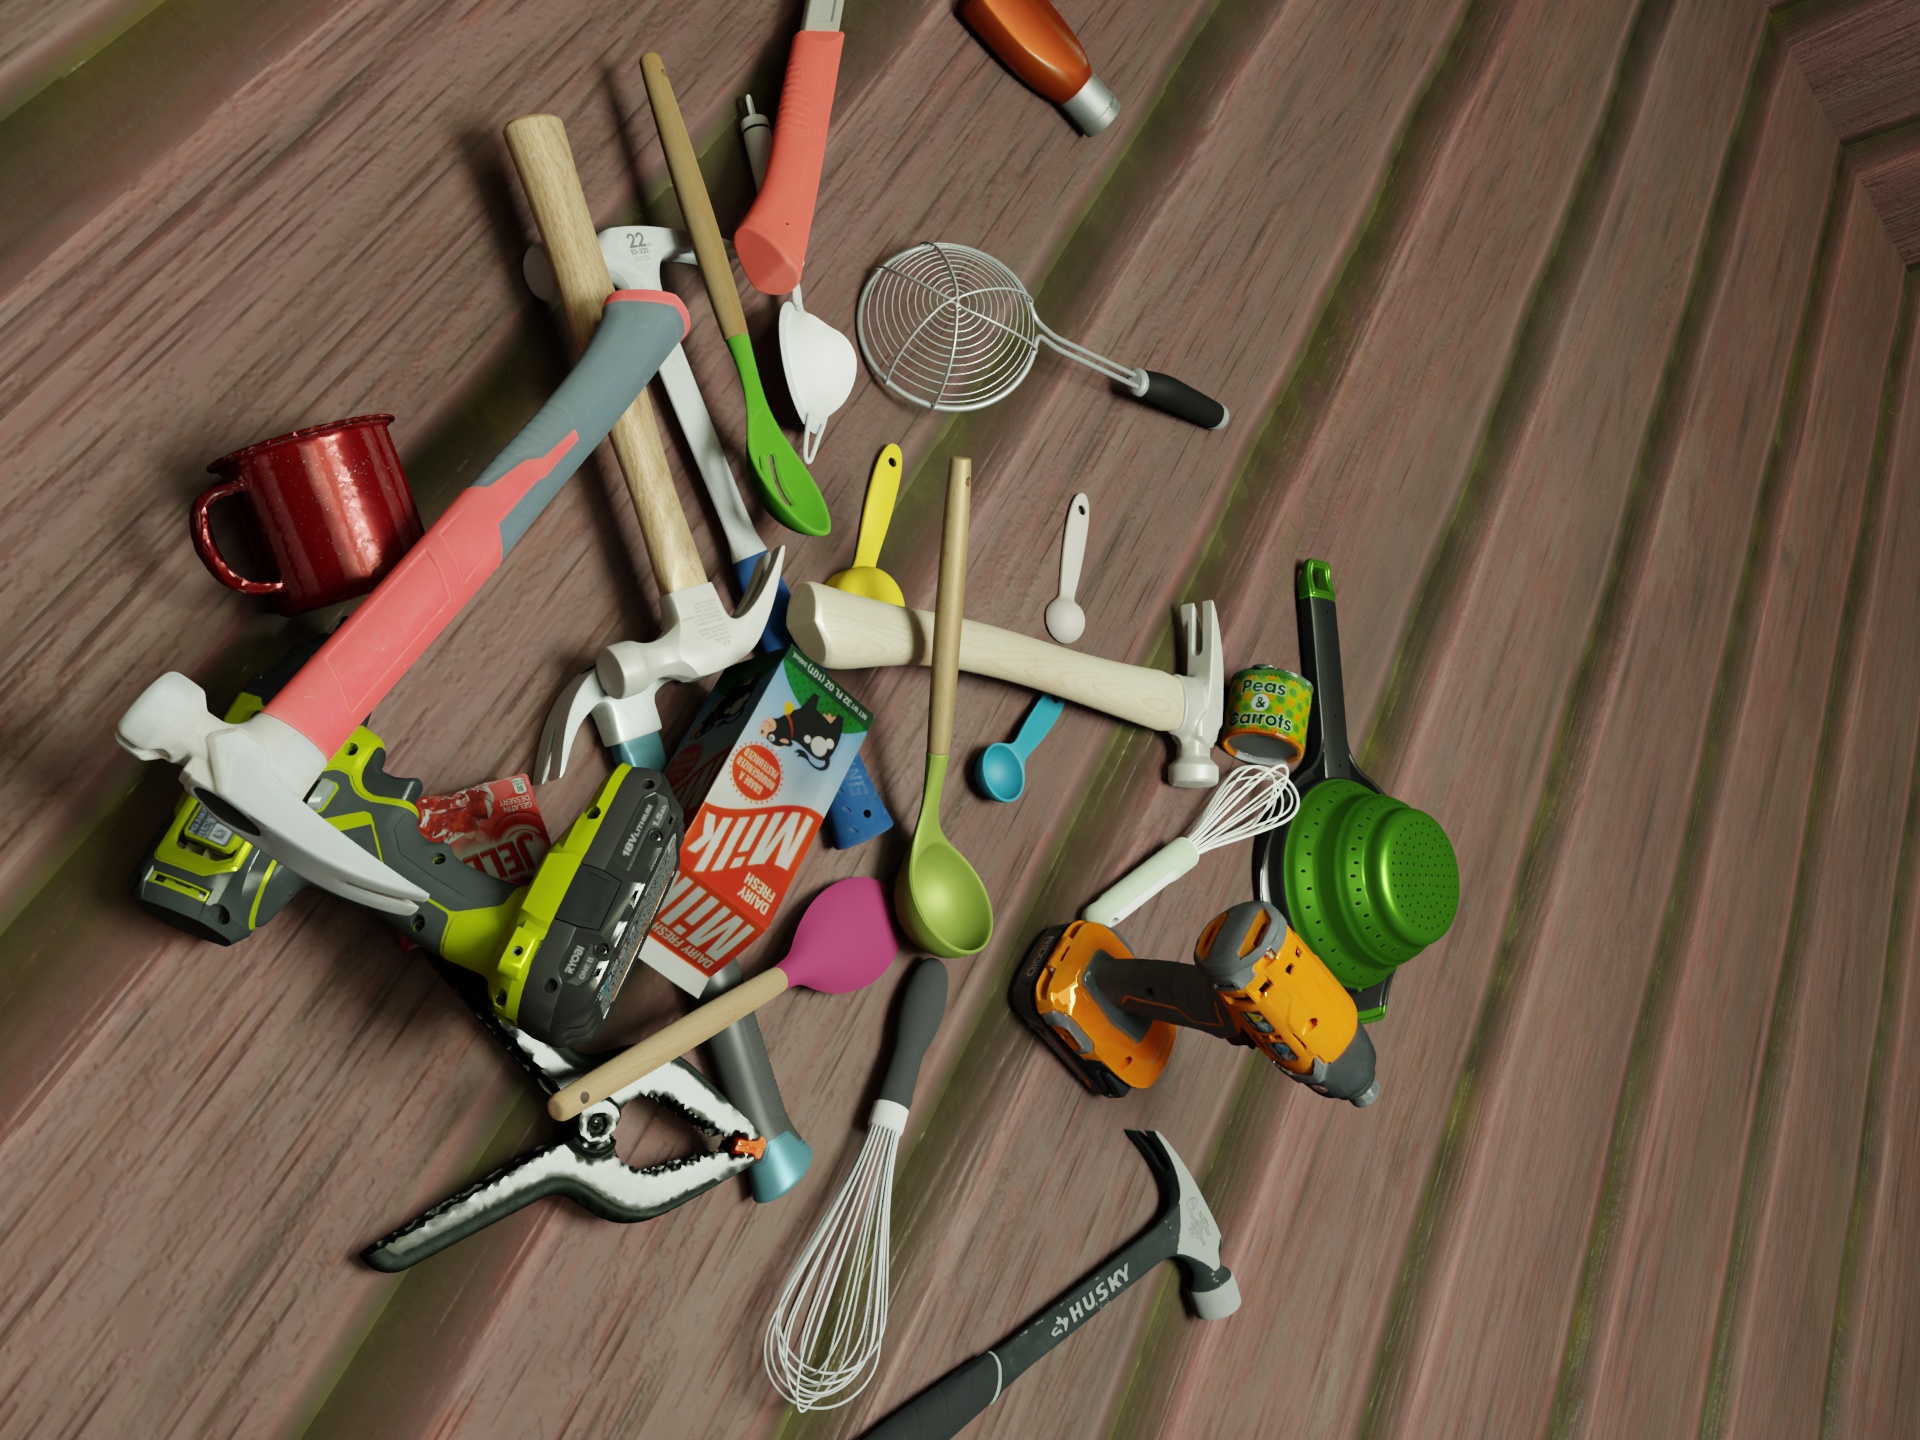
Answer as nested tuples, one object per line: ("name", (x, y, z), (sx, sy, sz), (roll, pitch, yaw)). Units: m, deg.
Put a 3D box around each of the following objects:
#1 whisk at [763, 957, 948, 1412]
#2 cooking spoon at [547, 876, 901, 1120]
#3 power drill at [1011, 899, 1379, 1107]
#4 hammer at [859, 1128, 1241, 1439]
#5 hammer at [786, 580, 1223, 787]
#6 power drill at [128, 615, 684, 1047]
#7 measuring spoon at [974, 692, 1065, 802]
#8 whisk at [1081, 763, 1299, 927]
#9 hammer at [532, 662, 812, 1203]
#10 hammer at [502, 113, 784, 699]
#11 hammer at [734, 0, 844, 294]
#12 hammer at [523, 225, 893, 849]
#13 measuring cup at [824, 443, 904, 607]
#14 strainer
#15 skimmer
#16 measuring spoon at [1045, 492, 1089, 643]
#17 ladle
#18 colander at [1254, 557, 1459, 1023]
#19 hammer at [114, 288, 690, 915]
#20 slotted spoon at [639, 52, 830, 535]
("whisk", (-0.053, 0.274, 0.971), (0.070, 0.070, 0.285), (37, 54, -29))
("cooking spoon", (-0.119, 0.157, 0.908), (0.319, 0.017, 0.069), (-23, 98, -58))
("power drill", (0.160, 0.198, 1.049), (0.164, 0.226, 0.084), (49, 54, -22))
("hammer", (0.031, 0.407, 1.023), (0.409, 0.036, 0.149), (-21, 93, -41))
("hammer", (0.050, -0.049, 1.106), (0.410, 0.038, 0.146), (12, 76, -44))
("power drill", (-0.256, 0.052, 0.774), (0.223, 0.080, 0.171), (21, 64, 1))
("measuring spoon", (0.042, 0.013, 1.134), (0.042, 0.021, 0.129), (56, 43, -17))
("whisk", (0.177, 0.097, 1.208), (0.246, 0.057, 0.059), (-31, 63, -36))
("hammer", (-0.153, 0.119, 0.930), (0.128, 0.033, 0.331), (-21, 94, -42))
("hammer", (-0.193, -0.185, 0.917), (0.130, 0.031, 0.331), (-20, 94, -39))
("hammer", (-0.093, -0.427, 1.067), (0.149, 0.037, 0.359), (25, 56, -33))
("hammer", (-0.131, -0.115, 0.998), (0.144, 0.035, 0.405), (-27, 98, -40))
("measuring cup", (-0.053, -0.120, 1.068), (0.062, 0.029, 0.157), (25, 67, -34))
("strainer", (-0.109, -0.296, 1.045), (0.087, 0.050, 0.258), (21, 54, -75))
("skimmer", (0.077, -0.265, 1.212), (0.363, 0.090, 0.127), (8, 73, -49))
("measuring spoon", (0.088, -0.117, 1.195), (0.034, 0.018, 0.124), (23, 66, -35))
("ladle", (-0.002, -0.003, 0.999), (0.078, 0.062, 0.320), (-21, 119, -59))
("colander", (0.339, 0.051, 1.321), (0.204, 0.094, 0.397), (6, 77, -39))
("hammer", (-0.225, -0.086, 0.788), (0.143, 0.038, 0.386), (39, 51, -14))
("slotted spoon", (-0.144, -0.258, 0.974), (0.070, 0.031, 0.314), (-16, 88, -69))
